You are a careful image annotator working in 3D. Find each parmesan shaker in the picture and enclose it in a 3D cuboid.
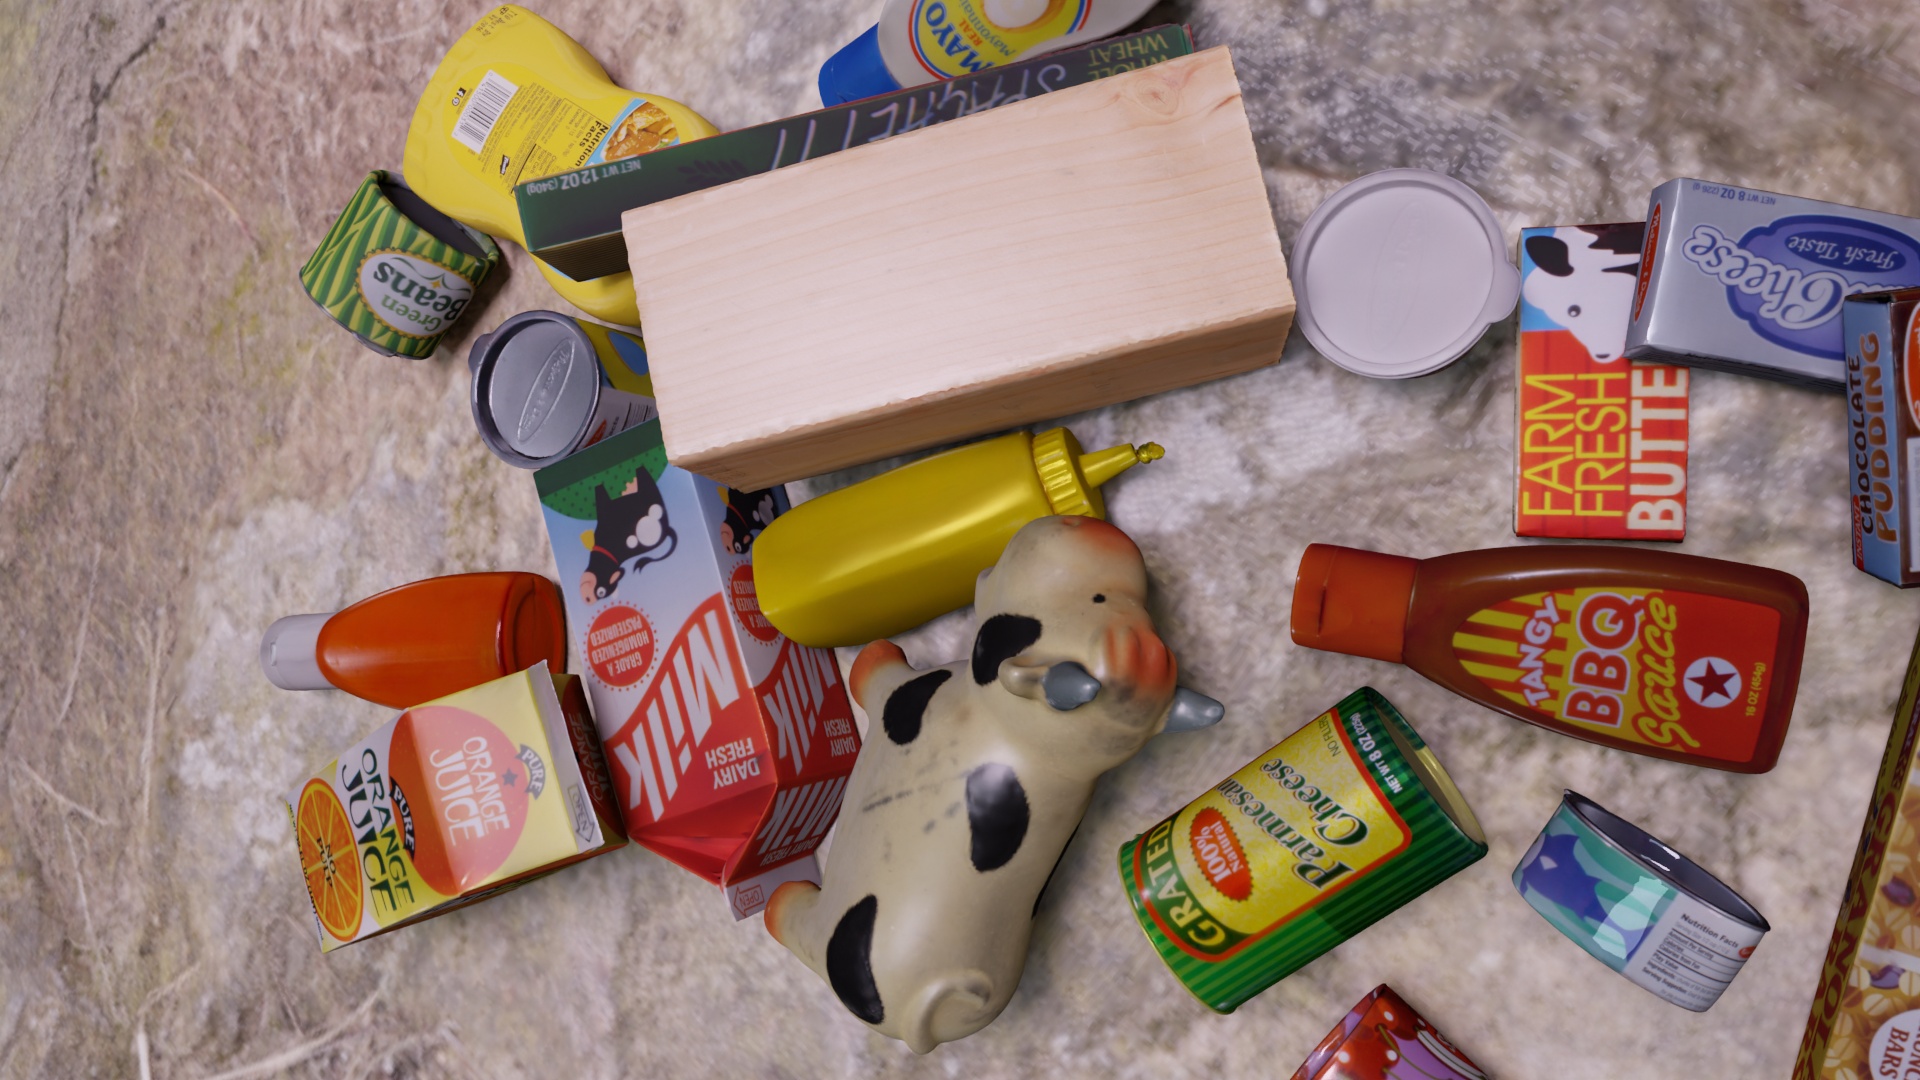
[{"bbox_3d":[0.112,0.101,0.468,0.103,0.071,0.071,-39,74,17],"label":"parmesan shaker"}]

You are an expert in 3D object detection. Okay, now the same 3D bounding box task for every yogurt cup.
[{"bbox_3d":[0.148,-0.085,0.466,0.072,0.054,0.072,-1,87,23],"label":"yogurt cup"}]

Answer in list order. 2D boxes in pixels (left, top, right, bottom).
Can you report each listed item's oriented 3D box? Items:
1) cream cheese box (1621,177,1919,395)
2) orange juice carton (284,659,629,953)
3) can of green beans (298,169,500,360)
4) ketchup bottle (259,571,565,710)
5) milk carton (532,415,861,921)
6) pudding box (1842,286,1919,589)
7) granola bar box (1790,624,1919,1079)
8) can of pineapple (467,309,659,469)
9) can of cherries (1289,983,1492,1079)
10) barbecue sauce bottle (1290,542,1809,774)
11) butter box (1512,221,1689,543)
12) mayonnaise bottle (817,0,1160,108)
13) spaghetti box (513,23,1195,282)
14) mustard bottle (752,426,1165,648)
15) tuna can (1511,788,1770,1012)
[{"bbox_3d":[0.259,-0.073,0.420,0.104,0.024,0.053,11,93,4],"label":"cream cheese box"},{"bbox_3d":[-0.198,0.107,0.557,0.192,0.073,0.072,-28,77,43],"label":"orange juice carton"},{"bbox_3d":[-0.253,-0.125,0.631,0.071,0.071,0.057,46,104,18],"label":"can of green beans"},{"bbox_3d":[-0.253,0.049,0.635,0.149,0.043,0.064,-4,86,23],"label":"ketchup bottle"},{"bbox_3d":[-0.098,0.051,0.554,0.073,0.072,0.191,-21,80,21],"label":"milk carton"},{"bbox_3d":[0.283,-0.032,0.392,0.049,0.030,0.083,-7,100,8],"label":"pudding box"},{"bbox_3d":[0.326,0.107,0.392,0.124,0.039,0.165,15,93,23],"label":"granola bar box"},{"bbox_3d":[-0.165,-0.063,0.595,0.071,0.058,0.071,-1,87,23],"label":"can of pineapple"},{"bbox_3d":[0.141,0.187,0.453,0.058,0.071,0.071,41,103,20],"label":"can of cherries"},{"bbox_3d":[0.185,0.030,0.451,0.148,0.044,0.064,10,107,23],"label":"barbecue sauce bottle"},{"bbox_3d":[0.210,-0.051,0.455,0.053,0.024,0.103,1,88,23],"label":"butter box"},{"bbox_3d":[0.007,-0.195,0.513,0.147,0.064,0.041,-18,35,43],"label":"mayonnaise bottle"},{"bbox_3d":[-0.036,-0.141,0.513,0.250,0.050,0.028,-12,86,5],"label":"spaghetti box"},{"bbox_3d":[0.002,-0.007,0.521,0.160,0.065,0.049,-22,62,15],"label":"mustard bottle"},{"bbox_3d":[0.206,0.109,0.429,0.071,0.071,0.032,34,102,20],"label":"tuna can"}]
